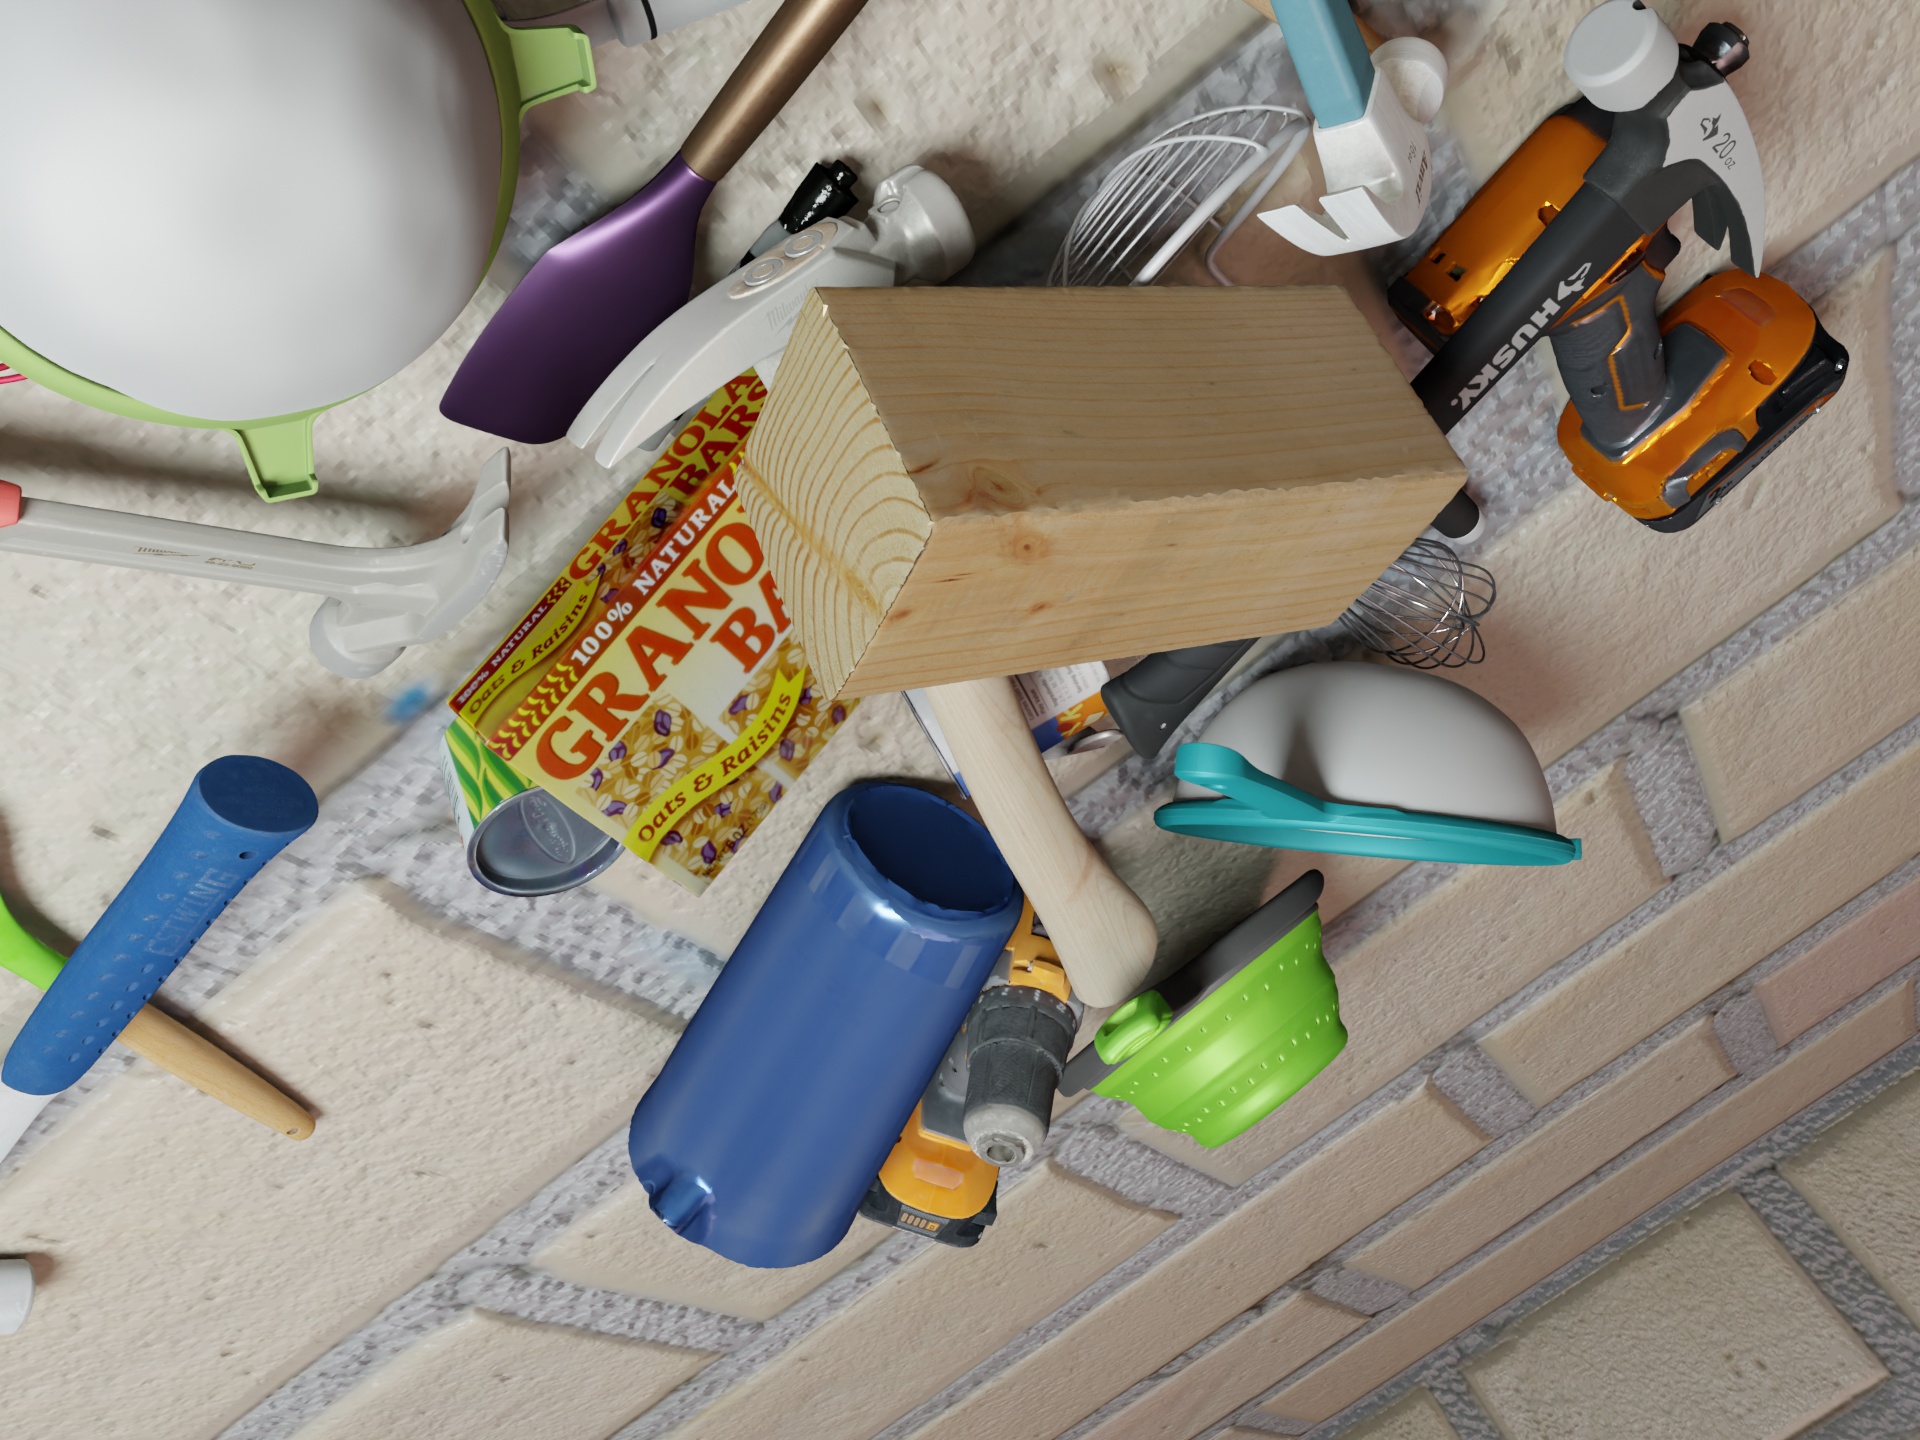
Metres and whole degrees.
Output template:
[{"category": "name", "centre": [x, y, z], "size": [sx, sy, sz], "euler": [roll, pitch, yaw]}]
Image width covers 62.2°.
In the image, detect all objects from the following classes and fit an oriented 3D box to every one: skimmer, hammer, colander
[{"category": "skimmer", "centre": [0.159, -0.129, 0.665], "size": [0.127, 0.090, 0.363], "euler": [-47, 140, 17]}, {"category": "hammer", "centre": [0.069, -0.269, 0.440], "size": [0.033, 0.128, 0.330], "euler": [-5, 142, 34]}, {"category": "colander", "centre": [0.141, 0.180, 0.869], "size": [0.204, 0.094, 0.397], "euler": [-40, 167, 8]}, {"category": "hammer", "centre": [0.174, -0.106, 0.635], "size": [0.146, 0.035, 0.334], "euler": [16, 123, -44]}, {"category": "hammer", "centre": [-0.375, 0.147, 0.627], "size": [0.144, 0.035, 0.405], "euler": [18, 129, -44]}, {"category": "hammer", "centre": [-0.312, -0.065, 0.431], "size": [0.358, 0.037, 0.149], "euler": [7, 161, -34]}, {"category": "hammer", "centre": [-0.001, -0.002, 0.638], "size": [0.146, 0.038, 0.410], "euler": [-38, 134, -14]}]

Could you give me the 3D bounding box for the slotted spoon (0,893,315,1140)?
[{"category": "slotted spoon", "centre": [-0.355, 0.115, 0.650], "size": [0.070, 0.031, 0.313], "euler": [-27, 144, -4]}]

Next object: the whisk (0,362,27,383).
[{"category": "whisk", "centre": [-0.189, -0.206, 0.377], "size": [0.073, 0.073, 0.295], "euler": [18, 115, -45]}]

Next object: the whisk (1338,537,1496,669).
[{"category": "whisk", "centre": [0.164, -0.080, 0.754], "size": [0.284, 0.070, 0.070], "euler": [16, 123, -38]}]

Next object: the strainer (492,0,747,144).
[{"category": "strainer", "centre": [-0.102, -0.201, 0.454], "size": [0.258, 0.050, 0.086], "euler": [-27, 139, -11]}]

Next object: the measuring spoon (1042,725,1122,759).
[{"category": "measuring spoon", "centre": [0.059, 0.006, 0.763], "size": [0.034, 0.018, 0.124], "euler": [-12, 176, -6]}]

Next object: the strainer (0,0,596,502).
[{"category": "strainer", "centre": [-0.196, -0.145, 0.327], "size": [0.151, 0.069, 0.256], "euler": [-52, 139, 7]}]

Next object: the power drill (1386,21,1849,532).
[{"category": "power drill", "centre": [0.308, -0.190, 0.708], "size": [0.226, 0.084, 0.164], "euler": [24, 117, -43]}]

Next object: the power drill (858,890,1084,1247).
[{"category": "power drill", "centre": [0.009, 0.201, 0.868], "size": [0.084, 0.185, 0.226], "euler": [19, 130, -5]}]

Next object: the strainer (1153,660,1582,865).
[{"category": "strainer", "centre": [0.179, 0.009, 0.772], "size": [0.211, 0.095, 0.340], "euler": [2, 171, 30]}]

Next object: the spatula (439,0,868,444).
[{"category": "spatula", "centre": [-0.060, -0.181, 0.468], "size": [0.059, 0.018, 0.316], "euler": [11, 141, -42]}]

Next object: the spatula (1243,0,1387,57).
[{"category": "spatula", "centre": [0.057, -0.259, 0.489], "size": [0.317, 0.044, 0.082], "euler": [9, 101, -42]}]
